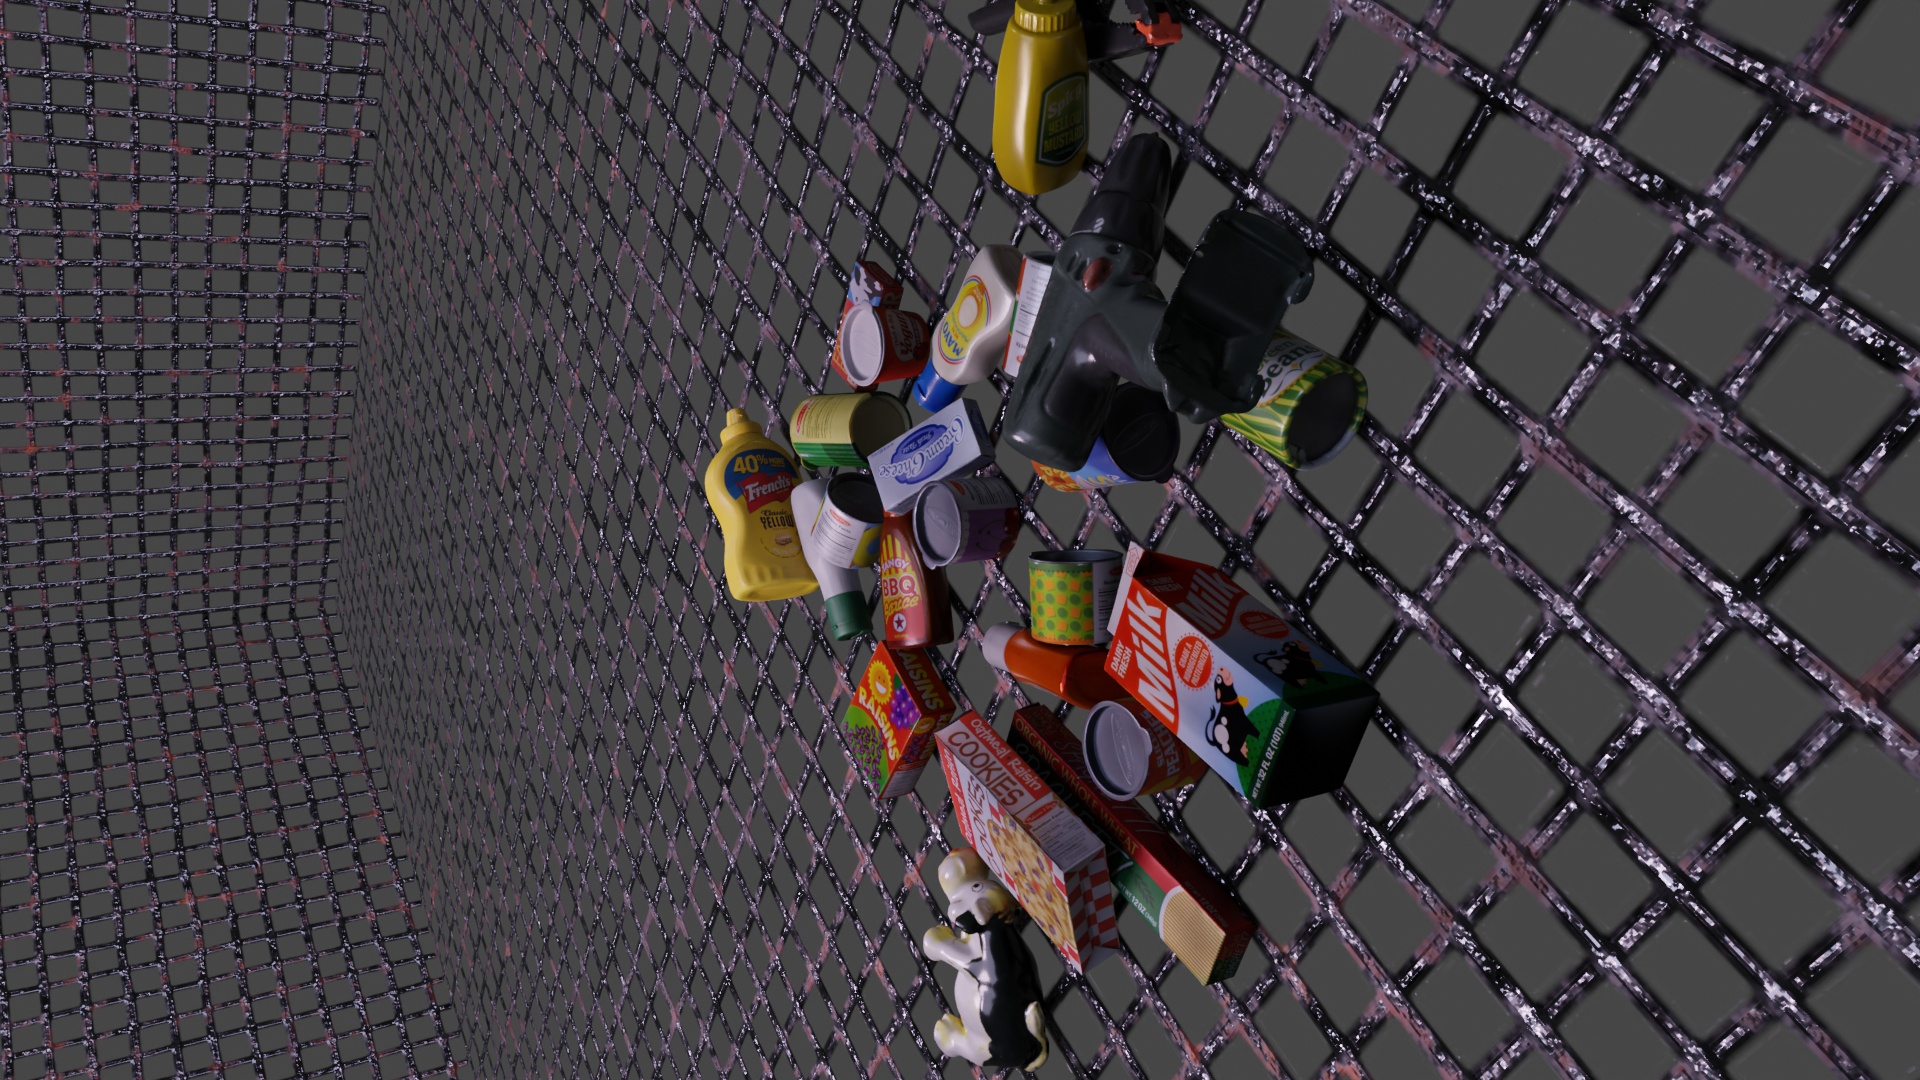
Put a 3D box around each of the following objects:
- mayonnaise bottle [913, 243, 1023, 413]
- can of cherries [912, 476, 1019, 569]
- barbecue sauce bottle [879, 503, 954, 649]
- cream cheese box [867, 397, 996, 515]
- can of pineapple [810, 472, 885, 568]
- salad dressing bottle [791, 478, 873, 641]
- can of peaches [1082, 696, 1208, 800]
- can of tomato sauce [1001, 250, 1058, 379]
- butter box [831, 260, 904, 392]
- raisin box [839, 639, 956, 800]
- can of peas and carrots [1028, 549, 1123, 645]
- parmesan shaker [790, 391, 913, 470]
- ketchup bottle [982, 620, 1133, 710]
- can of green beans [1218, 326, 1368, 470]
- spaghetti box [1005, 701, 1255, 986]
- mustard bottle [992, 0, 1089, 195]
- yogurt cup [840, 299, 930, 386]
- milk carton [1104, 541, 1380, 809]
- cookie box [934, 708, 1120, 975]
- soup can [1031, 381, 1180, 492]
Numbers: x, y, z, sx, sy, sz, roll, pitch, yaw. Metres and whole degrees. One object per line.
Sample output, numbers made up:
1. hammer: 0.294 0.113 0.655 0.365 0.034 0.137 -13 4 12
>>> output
1. mayonnaise bottle: 0.009 -0.157 1.070 0.147 0.041 0.065 -53 54 44
2. can of cherries: 0.004 -0.014 1.083 0.071 0.058 0.071 12 105 53
3. barbecue sauce bottle: -0.042 0.015 1.166 0.064 0.044 0.148 -9 86 47
4. cream cheese box: -0.023 -0.067 1.114 0.103 0.024 0.053 -30 69 29
5. can of pineapple: -0.092 -0.018 1.218 0.071 0.071 0.057 56 137 35
6. salad dressing bottle: -0.116 0.018 1.277 0.064 0.044 0.148 -35 67 54
7. can of peaches: 0.125 0.135 0.925 0.071 0.058 0.071 10 102 55
8. can of tomato sauce: 0.069 -0.153 0.964 0.071 0.071 0.082 36 122 48
9. butter box: -0.082 -0.187 1.215 0.053 0.024 0.103 48 131 42
10. raisin box: -0.055 0.155 1.210 0.086 0.040 0.122 58 139 34
11. can of peas and carrots: 0.079 0.038 0.971 0.071 0.071 0.058 7 101 55
12. parmesan shaker: -0.096 -0.093 1.209 0.103 0.071 0.071 6 100 55
13. ketchup bottle: 0.065 0.087 1.008 0.149 0.065 0.043 14 92 63
14. can of green beans: 0.189 -0.081 0.794 0.058 0.071 0.071 42 127 44
15. spaghetti box: 0.110 0.207 0.983 0.251 0.029 0.050 44 130 44
16. mustard bottle: 0.055 -0.311 0.926 0.049 0.065 0.159 40 149 33
17. yogurt cup: -0.061 -0.164 1.161 0.072 0.054 0.072 12 104 55
18. milk carton: 0.156 0.075 0.859 0.191 0.073 0.072 42 128 46
19. cookie box: 0.049 0.219 1.026 0.168 0.040 0.122 42 153 45
20. soup can: 0.097 -0.066 0.934 0.083 0.071 0.071 -8 88 56
